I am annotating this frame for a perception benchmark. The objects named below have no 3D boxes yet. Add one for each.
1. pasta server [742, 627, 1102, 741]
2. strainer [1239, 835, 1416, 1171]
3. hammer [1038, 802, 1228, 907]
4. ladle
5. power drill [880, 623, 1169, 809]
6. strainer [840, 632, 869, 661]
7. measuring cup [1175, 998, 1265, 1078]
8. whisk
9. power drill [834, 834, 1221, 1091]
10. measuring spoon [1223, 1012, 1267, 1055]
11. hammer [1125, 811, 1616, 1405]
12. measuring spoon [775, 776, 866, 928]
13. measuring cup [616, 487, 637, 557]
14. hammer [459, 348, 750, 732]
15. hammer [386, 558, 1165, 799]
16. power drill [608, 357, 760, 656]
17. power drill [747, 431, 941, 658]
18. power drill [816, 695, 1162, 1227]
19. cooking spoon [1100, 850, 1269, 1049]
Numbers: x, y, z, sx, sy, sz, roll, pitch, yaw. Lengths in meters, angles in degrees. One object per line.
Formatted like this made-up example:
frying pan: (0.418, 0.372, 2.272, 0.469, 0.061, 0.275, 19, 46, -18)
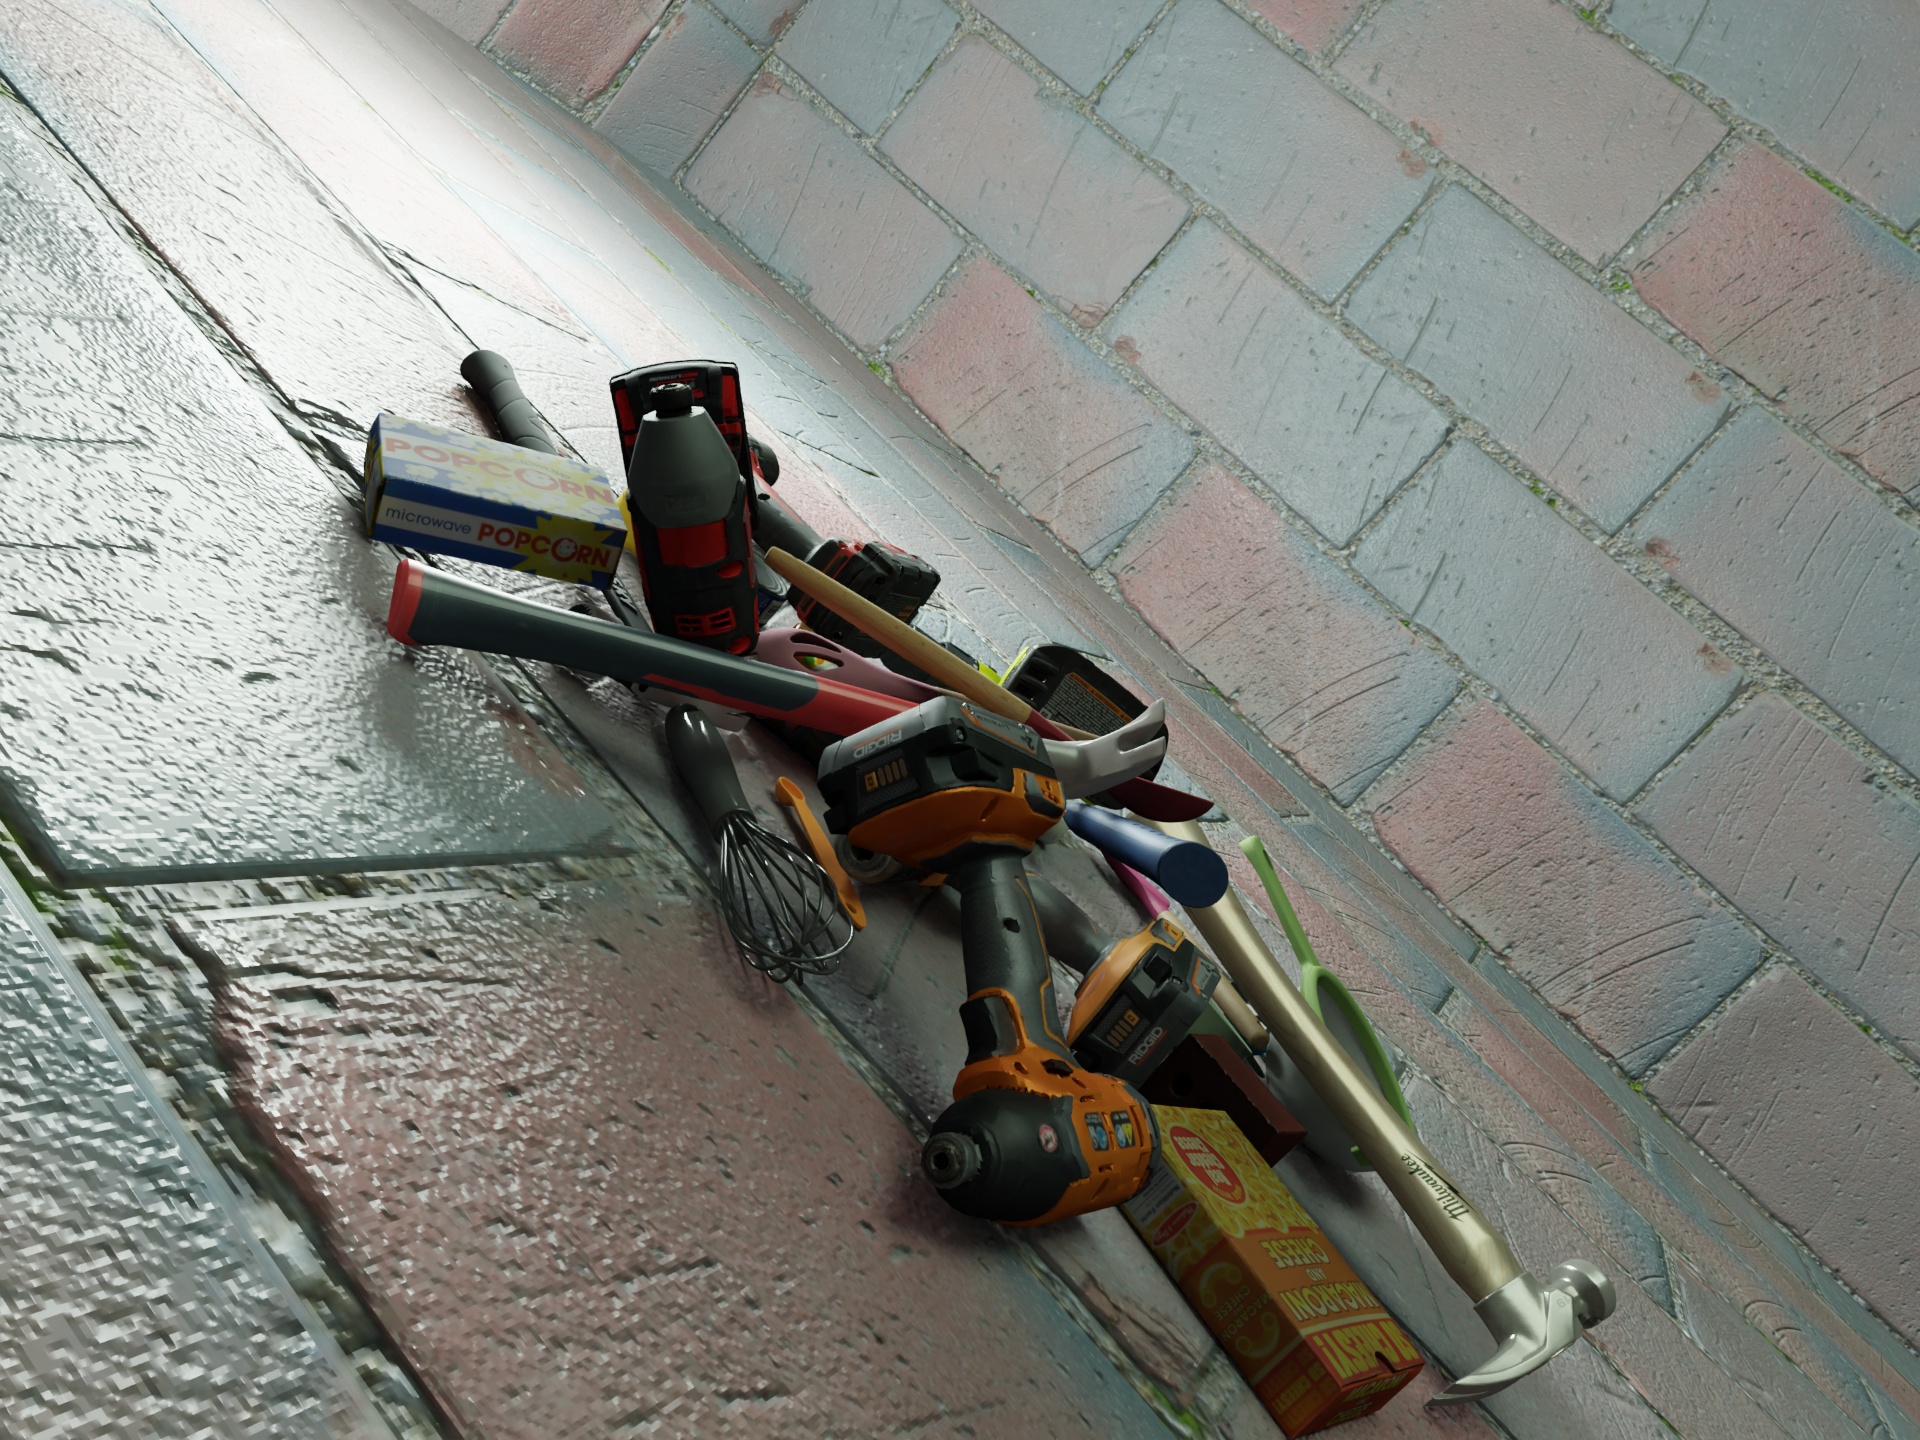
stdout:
pasta server: (-0.002, -0.003, 0.987, 0.316, 0.040, 0.060, 16, 46, -39)
strainer: (0.233, 0.206, 1.118, 0.151, 0.069, 0.257, 26, 38, -57)
hammer: (0.069, 0.061, 1.040, 0.144, 0.035, 0.405, 36, -4, -15)
ladle: (0.018, -0.016, 0.957, 0.315, 0.031, 0.069, 32, -7, -13)
power drill: (0.041, -0.009, 1.227, 0.190, 0.080, 0.228, 38, -11, -20)
strainer: (-0.128, -0.113, 1.288, 0.259, 0.050, 0.086, 54, 3, 34)
measuring cup: (0.172, 0.222, 1.082, 0.083, 0.038, 0.167, 53, 1, 40)
whisk: (-0.107, 0.050, 0.773, 0.055, 0.055, 0.239, 33, 11, -35)
power drill: (0.033, 0.112, 0.912, 0.226, 0.084, 0.185, 39, 11, 11)
measuring spoon: (0.187, 0.213, 1.192, 0.042, 0.021, 0.129, 32, 7, -35)
hammer: (0.219, 0.214, 0.985, 0.146, 0.038, 0.411, -13, 54, -35)
measuring spoon: (-0.078, 0.073, 0.871, 0.021, 0.011, 0.117, 32, 19, -47)
measuring cup: (-0.203, -0.098, 1.058, 0.062, 0.029, 0.157, 31, 28, -40)
hammer: (-0.243, -0.131, 1.003, 0.149, 0.036, 0.409, 30, 16, -46)
hammer: (-0.081, -0.017, 0.788, 0.386, 0.143, 0.038, 15, 66, -30)
power drill: (-0.152, -0.132, 0.887, 0.220, 0.078, 0.143, -114, -163, -65)
power drill: (-0.125, -0.145, 1.159, 0.227, 0.080, 0.188, 41, 12, 13)
power drill: (0.009, 0.109, 0.707, 0.164, 0.084, 0.227, 19, 51, -61)
cooking spoon: (0.165, 0.164, 1.219, 0.068, 0.017, 0.319, 39, 6, -23)
